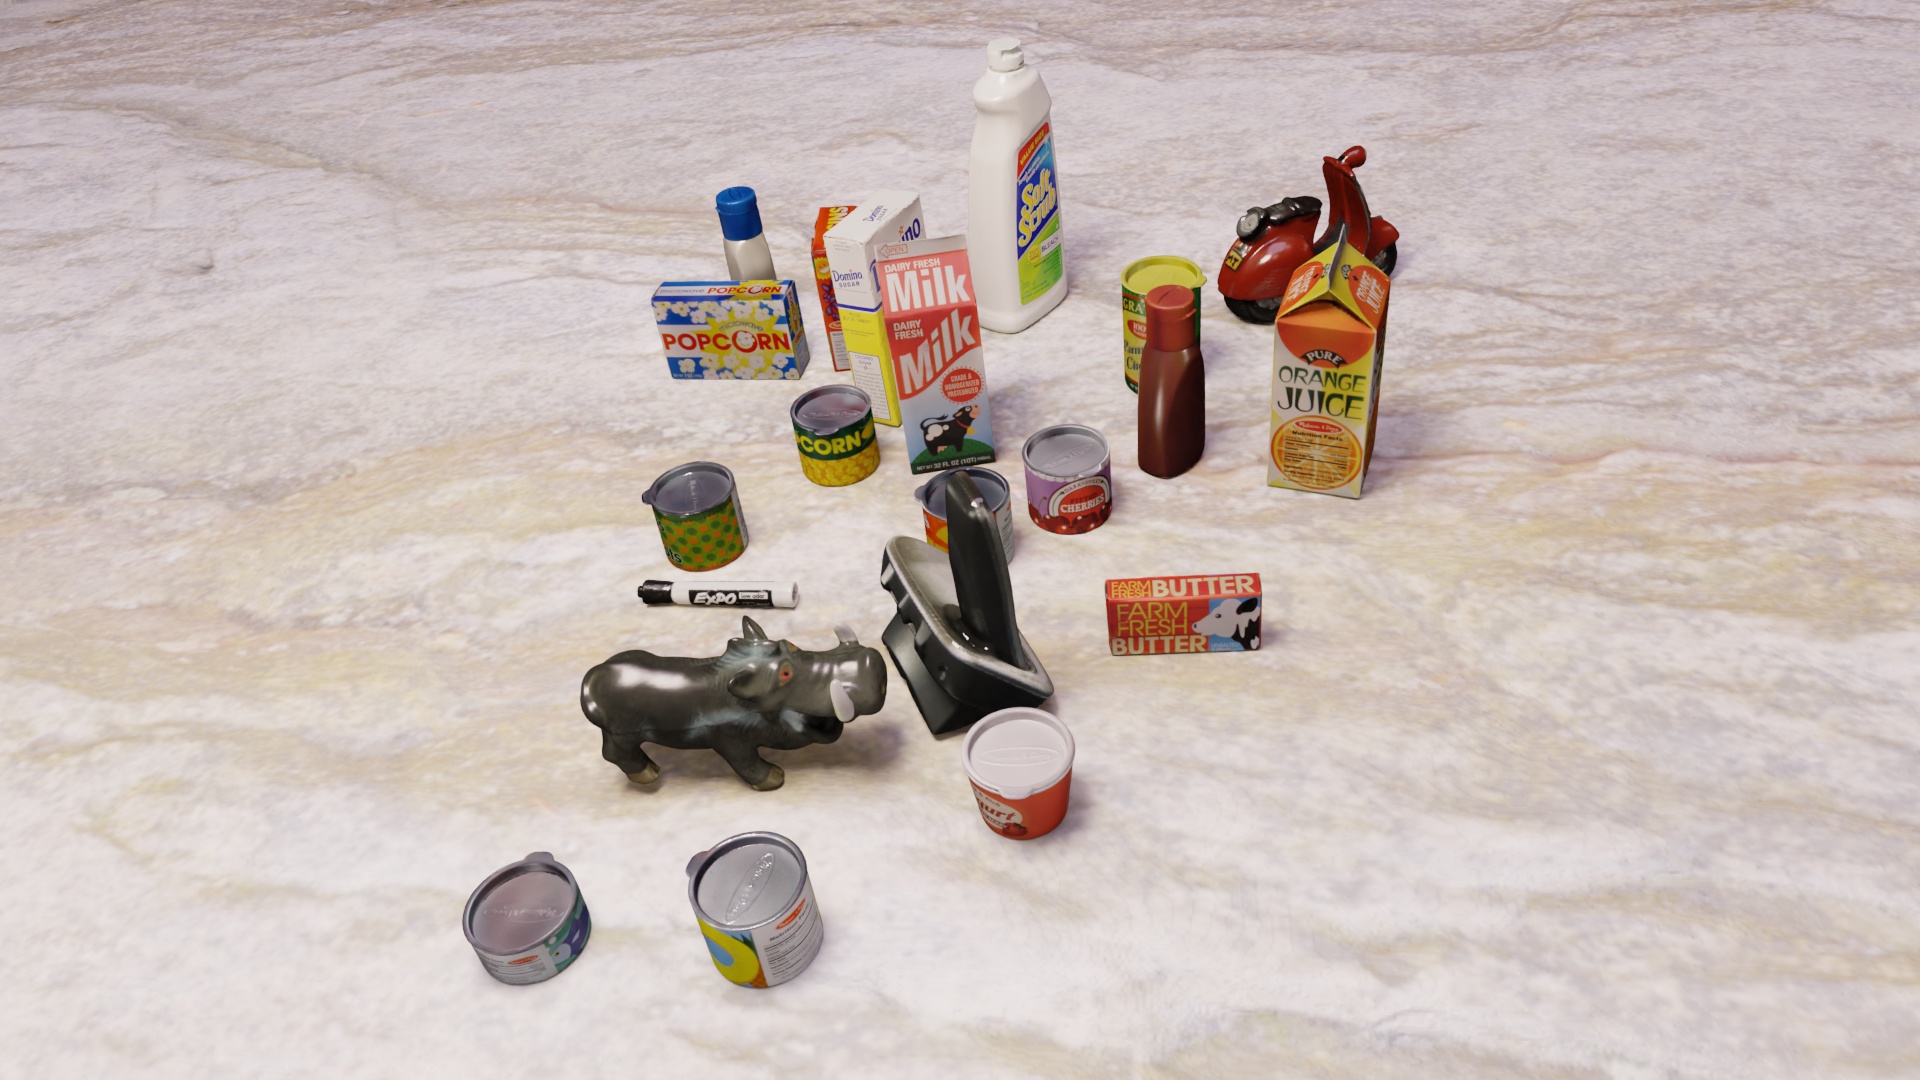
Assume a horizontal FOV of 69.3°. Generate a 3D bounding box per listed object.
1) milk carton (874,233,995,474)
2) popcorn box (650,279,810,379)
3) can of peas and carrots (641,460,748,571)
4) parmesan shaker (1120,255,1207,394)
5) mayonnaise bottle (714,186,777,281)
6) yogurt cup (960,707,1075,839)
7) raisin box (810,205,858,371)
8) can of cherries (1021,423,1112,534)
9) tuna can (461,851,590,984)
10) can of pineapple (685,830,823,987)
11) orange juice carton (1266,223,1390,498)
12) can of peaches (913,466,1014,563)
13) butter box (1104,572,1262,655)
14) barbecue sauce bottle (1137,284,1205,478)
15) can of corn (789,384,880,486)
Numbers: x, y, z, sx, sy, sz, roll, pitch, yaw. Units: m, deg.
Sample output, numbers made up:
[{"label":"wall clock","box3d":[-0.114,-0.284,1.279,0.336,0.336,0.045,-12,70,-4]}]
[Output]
[{"label":"milk carton","box3d":[-0.020,-0.153,1.098,0.072,0.189,0.074,-8,39,-1]},{"label":"popcorn box","box3d":[-0.208,-0.190,1.257,0.127,0.084,0.038,1,40,11]},{"label":"can of peas and carrots","box3d":[-0.203,-0.018,1.066,0.071,0.058,0.071,-4,39,4]},{"label":"parmesan shaker","box3d":[0.172,-0.178,1.168,0.071,0.102,0.072,-5,39,4]},{"label":"mayonnaise bottle","box3d":[-0.192,-0.251,1.279,0.041,0.147,0.065,-20,41,-15]},{"label":"yogurt cup","box3d":[0.036,0.142,0.837,0.072,0.053,0.073,-4,39,4]},{"label":"raisin box","box3d":[-0.104,-0.228,1.257,0.040,0.122,0.086,-4,39,4]},{"label":"can of cherries","box3d":[0.083,-0.045,1.055,0.071,0.058,0.072,-4,39,4]},{"label":"tuna can","box3d":[-0.250,0.219,0.806,0.071,0.032,0.071,-4,39,4]},{"label":"can of pineapple","box3d":[-0.115,0.206,0.780,0.071,0.057,0.071,-4,39,4]},{"label":"orange juice carton","box3d":[0.271,-0.130,1.023,0.073,0.191,0.072,10,42,20]},{"label":"can of peaches","box3d":[0.004,-0.013,1.028,0.071,0.057,0.071,-4,39,4]},{"label":"butter box","box3d":[0.149,0.050,0.933,0.103,0.052,0.024,-2,39,6]},{"label":"barbecue sauce bottle","box3d":[0.162,-0.123,1.067,0.044,0.147,0.065,24,48,33]},{"label":"can of corn","box3d":[-0.102,-0.084,1.132,0.071,0.058,0.071,-4,39,4]}]
